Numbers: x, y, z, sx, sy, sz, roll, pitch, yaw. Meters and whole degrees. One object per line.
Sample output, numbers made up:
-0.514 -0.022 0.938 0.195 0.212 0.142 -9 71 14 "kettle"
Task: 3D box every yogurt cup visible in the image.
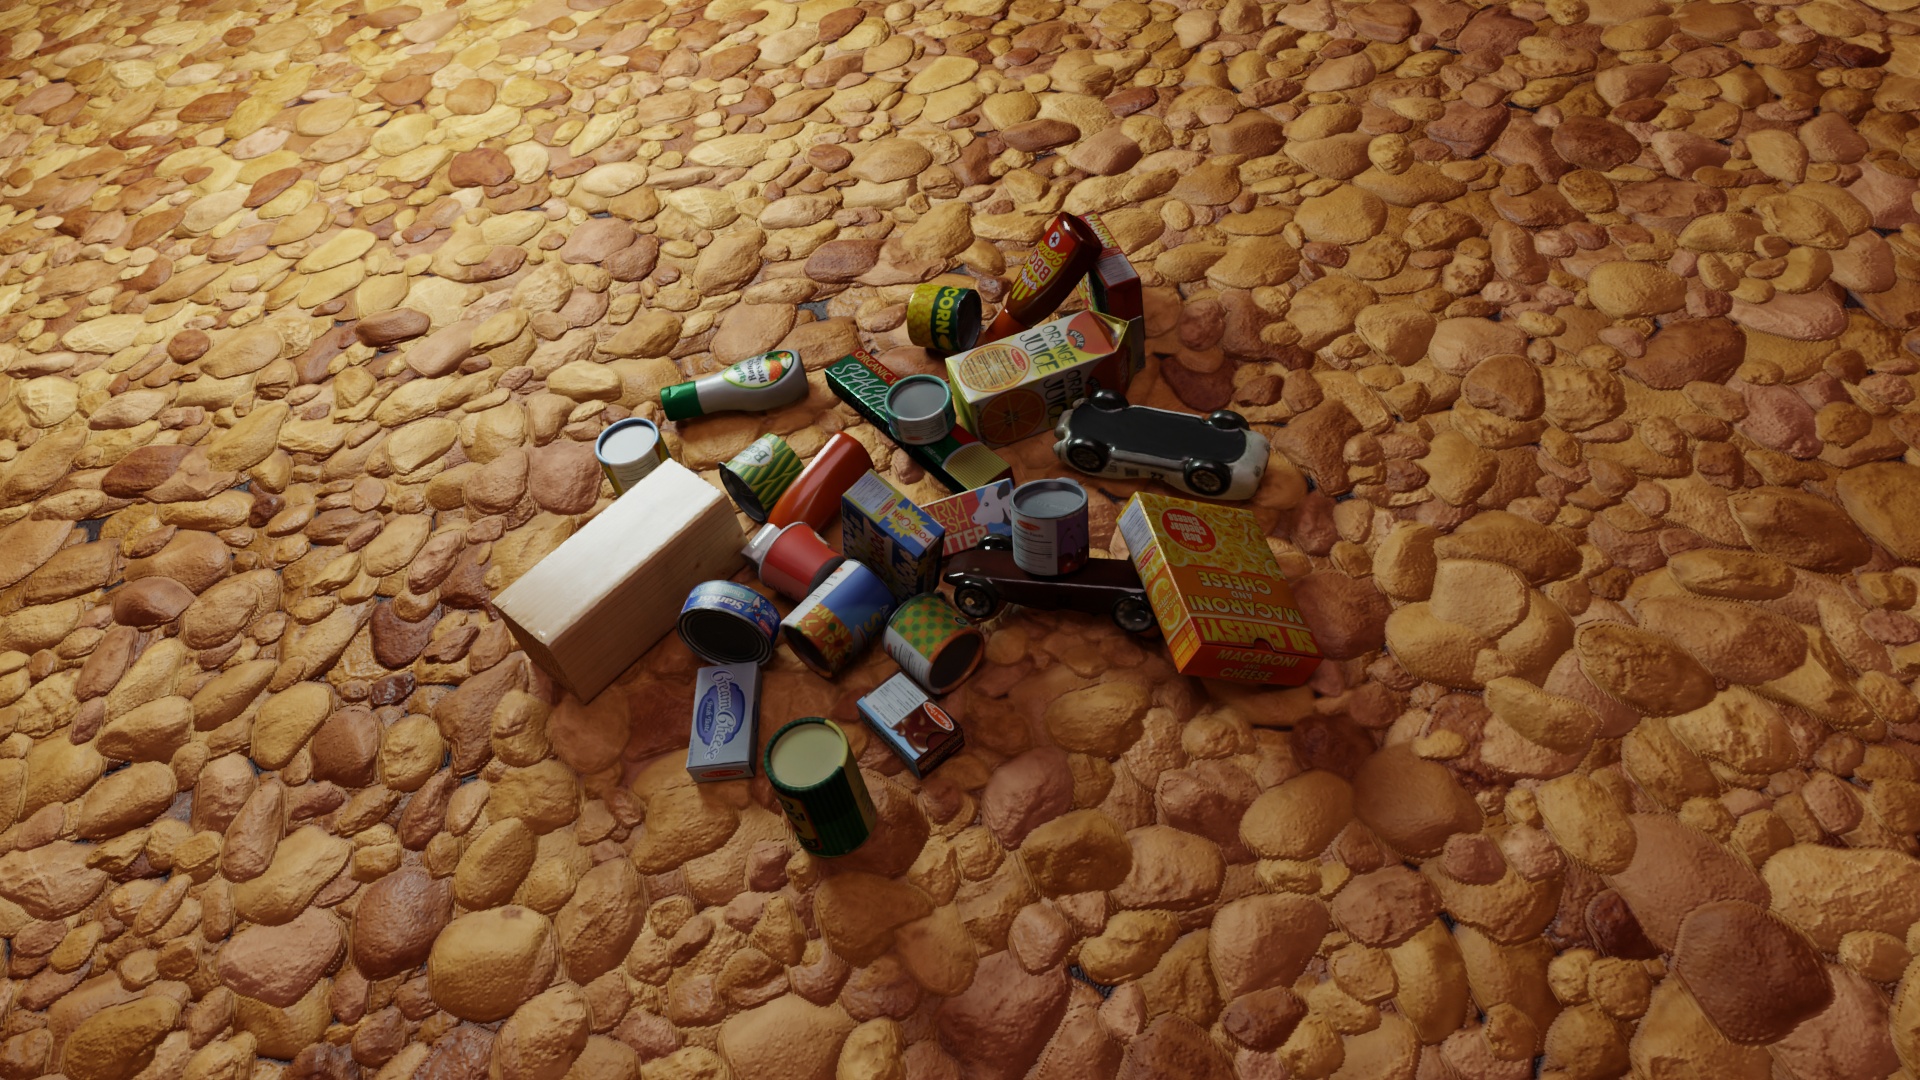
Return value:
-0.139 0.025 1.242 0.054 0.072 0.073 31 61 23 "yogurt cup"

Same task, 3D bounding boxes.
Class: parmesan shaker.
-0.108 0.188 1.067 0.071 0.102 0.072 -6 49 7 "parmesan shaker"

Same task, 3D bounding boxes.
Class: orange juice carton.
0.091 -0.162 1.352 0.193 0.071 0.073 -20 49 -6 "orange juice carton"

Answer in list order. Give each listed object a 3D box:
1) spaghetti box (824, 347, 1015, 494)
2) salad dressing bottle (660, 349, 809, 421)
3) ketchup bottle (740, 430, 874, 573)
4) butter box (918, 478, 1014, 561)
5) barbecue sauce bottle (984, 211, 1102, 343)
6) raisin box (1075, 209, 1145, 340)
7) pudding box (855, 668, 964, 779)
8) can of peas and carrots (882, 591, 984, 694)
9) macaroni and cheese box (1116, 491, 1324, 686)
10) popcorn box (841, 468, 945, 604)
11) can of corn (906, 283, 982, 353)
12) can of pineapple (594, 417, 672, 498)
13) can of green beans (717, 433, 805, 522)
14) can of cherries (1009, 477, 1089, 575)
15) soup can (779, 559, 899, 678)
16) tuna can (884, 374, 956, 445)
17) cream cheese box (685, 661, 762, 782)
-0.045 -0.114 1.365 0.050 0.028 0.251 -35 52 -19 "spaghetti box"
-0.232 -0.156 1.429 0.148 0.043 0.064 -14 50 -1 "salad dressing bottle"
-0.142 -0.031 1.294 0.043 0.064 0.149 31 70 24 "ketchup bottle"
0.004 -0.016 1.259 0.103 0.024 0.053 -18 79 -4 "butter box"
0.080 -0.254 1.395 0.044 0.148 0.065 16 35 -36 "barbecue sauce bottle"
0.148 -0.267 1.422 0.040 0.085 0.124 -20 49 -4 "raisin box"
-0.042 0.149 1.136 0.050 0.030 0.084 -36 52 -21 "pudding box"
-0.020 0.085 1.163 0.071 0.070 0.059 -38 54 -20 "can of peas and carrots"
0.210 0.038 1.138 0.124 0.040 0.167 8 43 -26 "macaroni and cheese box"
-0.059 0.002 1.189 0.085 0.126 0.038 39 69 13 "popcorn box"
-0.017 -0.231 1.433 0.058 0.070 0.071 10 53 21 "can of corn"
-0.321 -0.080 1.371 0.071 0.057 0.071 -6 49 7 "can of pineapple"
-0.186 -0.060 1.321 0.071 0.071 0.058 34 63 33 "can of green beans"
0.078 -0.012 1.173 0.071 0.058 0.072 -4 30 3 "can of cherries"
-0.102 0.070 1.195 0.071 0.071 0.084 30 62 31 "soup can"
-0.039 -0.128 1.333 0.071 0.032 0.071 -5 49 6 "tuna can"
-0.198 0.151 1.169 0.053 0.024 0.104 -7 49 5 "cream cheese box"
